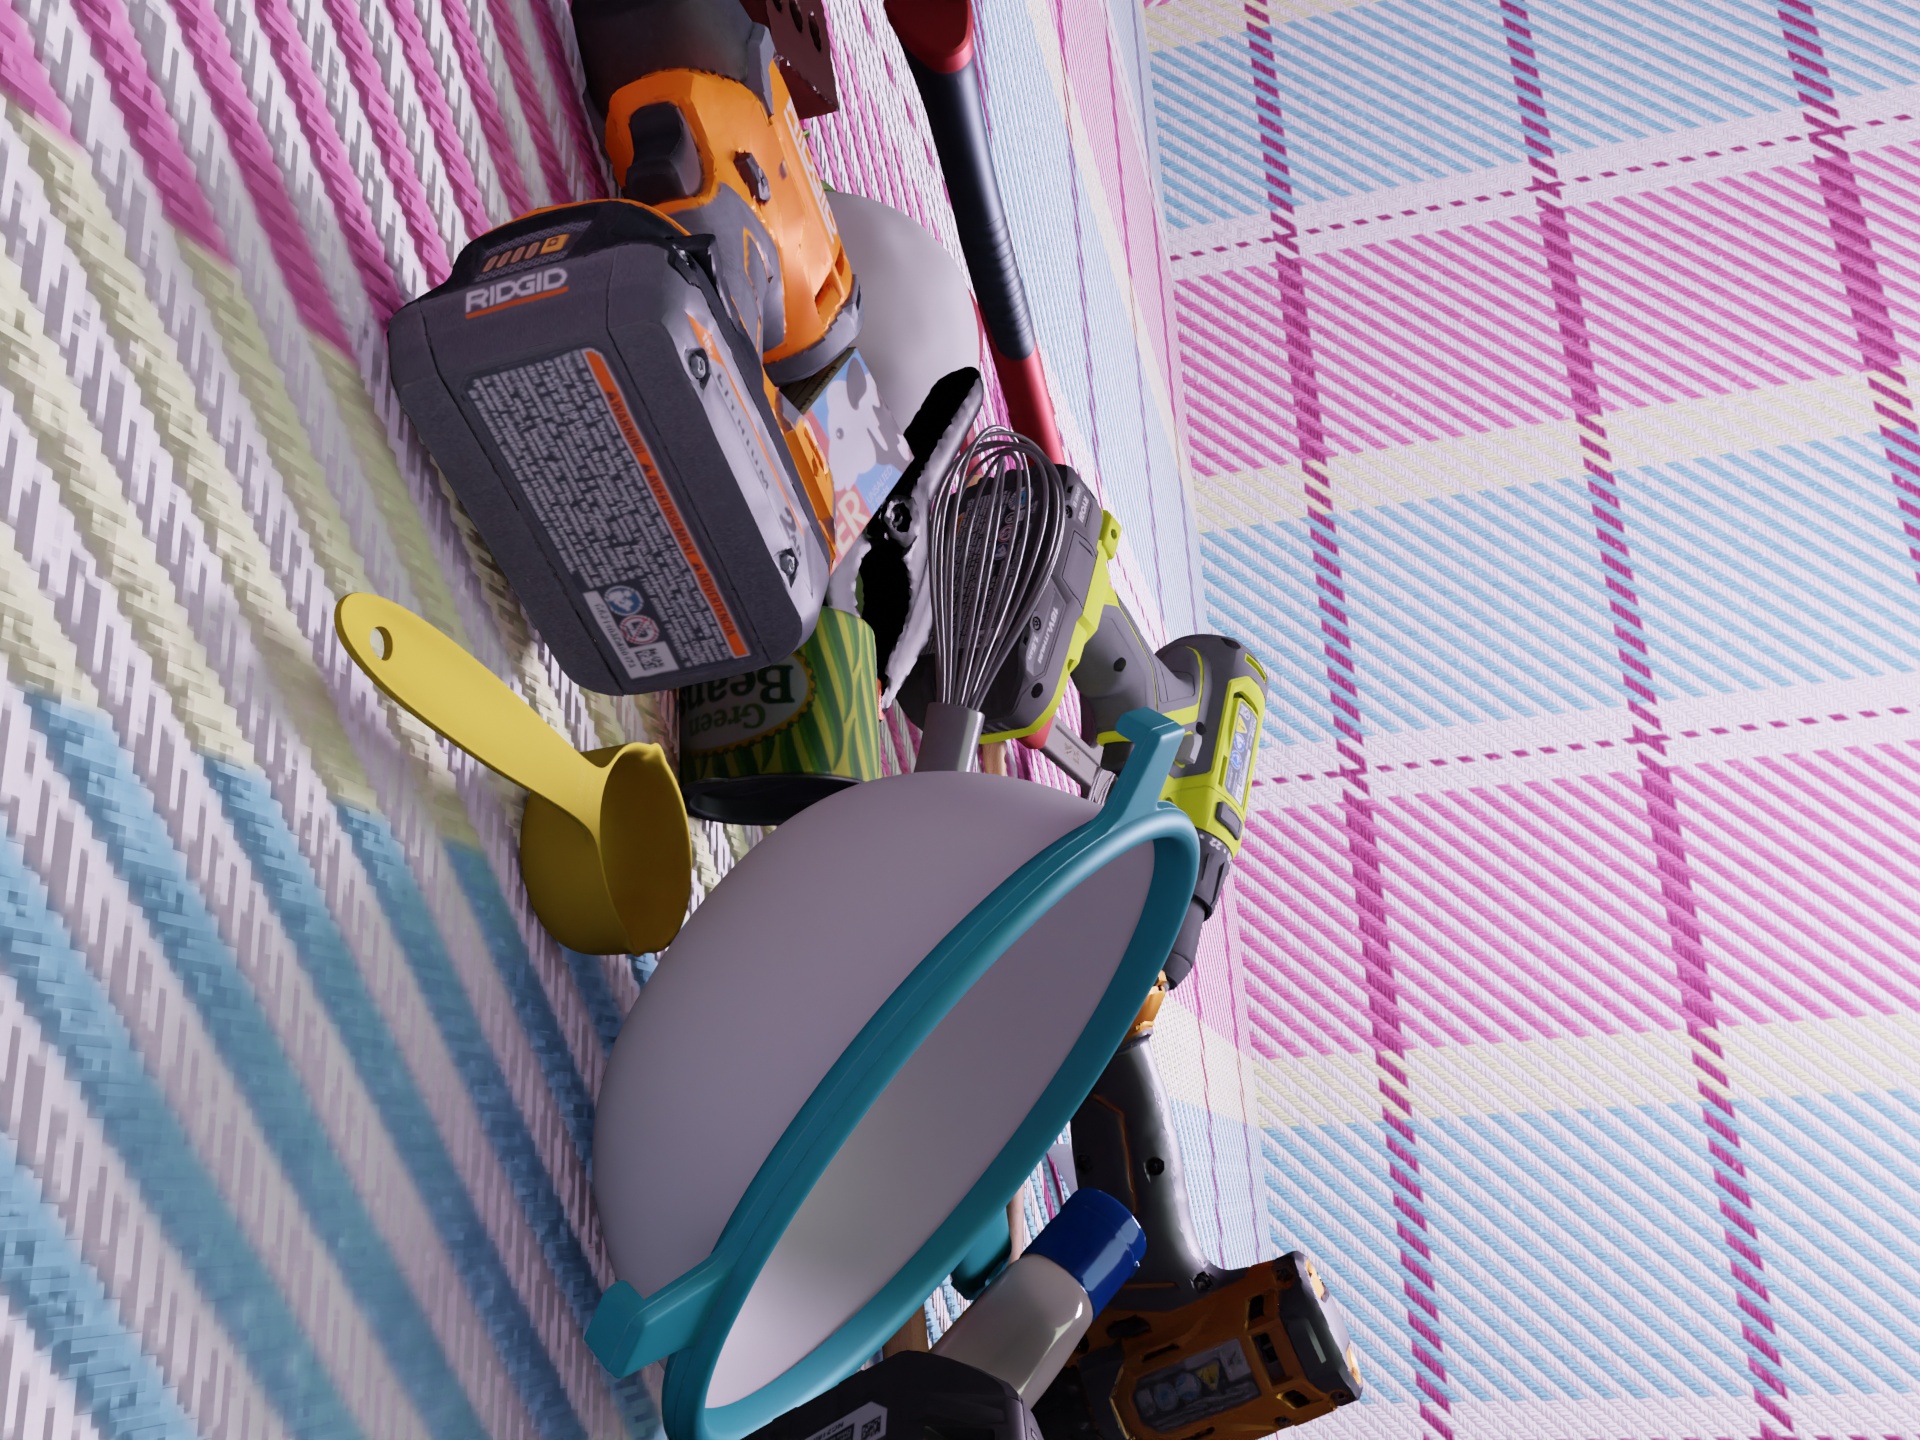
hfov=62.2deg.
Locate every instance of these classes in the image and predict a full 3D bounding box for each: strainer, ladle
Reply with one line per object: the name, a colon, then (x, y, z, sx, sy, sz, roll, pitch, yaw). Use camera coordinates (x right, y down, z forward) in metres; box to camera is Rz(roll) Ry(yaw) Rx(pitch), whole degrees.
strainer: (-0.026, -0.130, 0.714, 0.151, 0.069, 0.257, 52, 32, -65)
strainer: (-0.027, 0.120, 0.502, 0.211, 0.095, 0.340, -47, 158, -20)
ladle: (0.008, -0.119, 0.945, 0.069, 0.031, 0.315, 7, 78, -78)

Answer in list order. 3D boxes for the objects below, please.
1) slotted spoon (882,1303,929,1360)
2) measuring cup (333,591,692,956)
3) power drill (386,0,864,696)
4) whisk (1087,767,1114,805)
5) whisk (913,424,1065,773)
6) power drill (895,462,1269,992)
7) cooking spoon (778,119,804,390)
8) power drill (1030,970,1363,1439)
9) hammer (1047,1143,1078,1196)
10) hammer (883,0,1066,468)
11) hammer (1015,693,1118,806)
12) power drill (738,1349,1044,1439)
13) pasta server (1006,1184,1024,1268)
slotted spoon: (-0.024, 0.222, 0.636, 0.070, 0.031, 0.314, 5, 79, -81)
measuring cup: (-0.111, 0.013, 0.389, 0.156, 0.029, 0.062, 55, 30, -57)
power drill: (-0.086, -0.136, 0.461, 0.227, 0.084, 0.164, -88, 162, -48)
whisk: (0.060, 0.106, 0.832, 0.285, 0.070, 0.070, -54, 140, -38)
whisk: (-0.001, -0.002, 0.623, 0.055, 0.055, 0.239, 39, 62, -71)
power drill: (0.068, 0.006, 0.763, 0.228, 0.080, 0.191, 43, 52, -40)
cooking spoon: (-0.069, -0.185, 0.649, 0.068, 0.017, 0.319, -5, 91, -50)
power drill: (0.041, 0.212, 0.682, 0.226, 0.185, 0.084, 66, 10, 15)
hammer: (0.051, 0.386, 0.835, 0.406, 0.035, 0.144, -64, 144, -66)
hammer: (0.024, -0.197, 0.826, 0.143, 0.038, 0.385, -115, -176, -45)
hammer: (0.036, -0.015, 0.914, 0.358, 0.037, 0.149, 38, 51, -64)
power drill: (0.017, 0.266, 0.372, 0.223, 0.171, 0.080, 54, 10, -14)
pasta server: (0.031, 0.192, 0.847, 0.040, 0.060, 0.316, 31, 54, -49)
